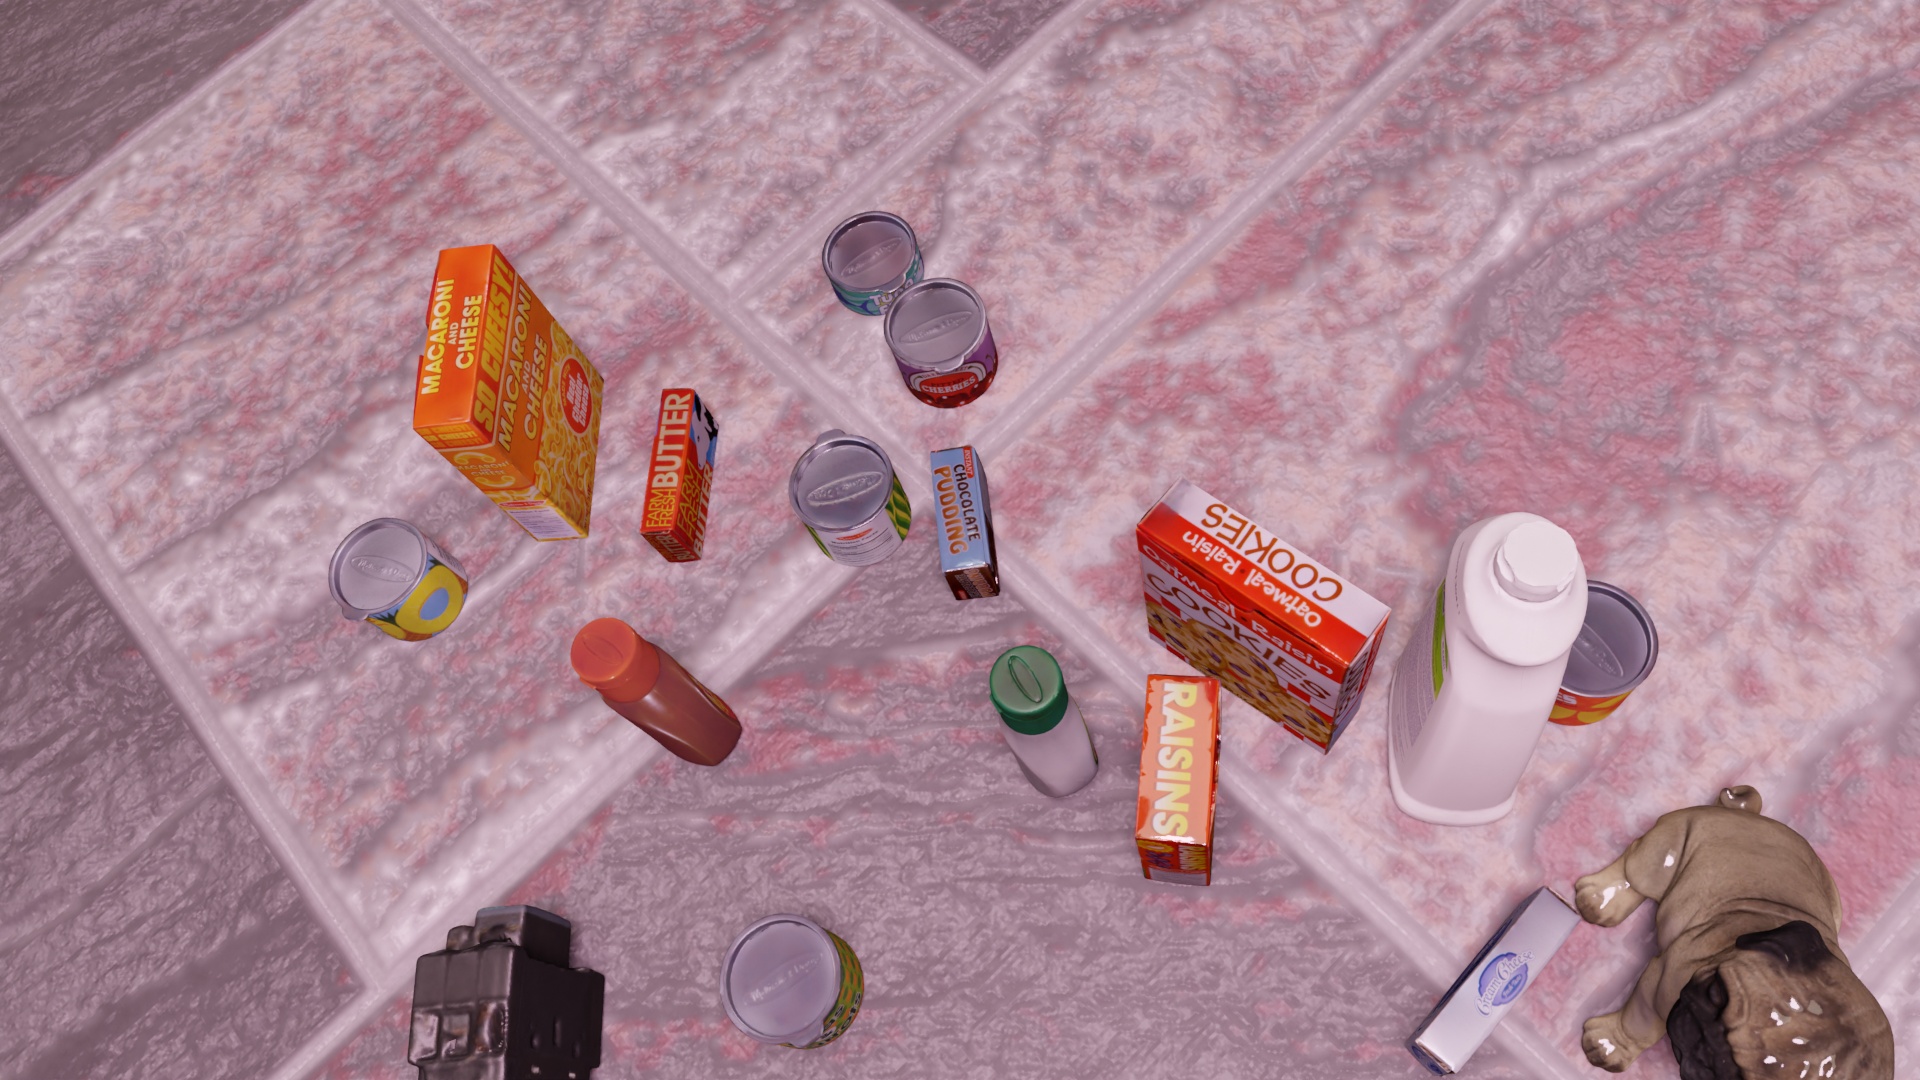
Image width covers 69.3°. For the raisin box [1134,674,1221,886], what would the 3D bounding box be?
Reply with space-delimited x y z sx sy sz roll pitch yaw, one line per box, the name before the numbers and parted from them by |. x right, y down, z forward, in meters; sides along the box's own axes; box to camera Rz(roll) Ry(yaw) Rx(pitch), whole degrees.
raisin box | 0.116 0.129 0.731 0.040 0.123 0.086 4 68 12

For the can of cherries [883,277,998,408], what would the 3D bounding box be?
can of cherries | -0.011 -0.125 0.902 0.071 0.058 0.072 -4 66 9

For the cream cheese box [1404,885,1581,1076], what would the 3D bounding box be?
cream cheese box | 0.268 0.224 0.701 0.024 0.053 0.104 40 79 23

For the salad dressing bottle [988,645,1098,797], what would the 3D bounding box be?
salad dressing bottle | 0.044 0.097 0.745 0.044 0.147 0.064 -31 65 -4

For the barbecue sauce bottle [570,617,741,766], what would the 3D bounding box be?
barbecue sauce bottle | -0.175 0.086 0.789 0.065 0.148 0.044 30 75 20

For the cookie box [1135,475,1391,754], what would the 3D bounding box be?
cookie box | 0.156 0.045 0.737 0.123 0.167 0.040 35 77 22

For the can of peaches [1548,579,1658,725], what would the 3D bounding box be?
can of peaches | 0.335 0.063 0.757 0.071 0.058 0.071 -4 66 9

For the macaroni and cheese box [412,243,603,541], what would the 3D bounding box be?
macaroni and cheese box | -0.280 -0.087 0.874 0.040 0.166 0.124 -5 66 8

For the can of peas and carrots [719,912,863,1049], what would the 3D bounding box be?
can of peas and carrots | -0.089 0.242 0.754 0.071 0.058 0.071 -4 66 9

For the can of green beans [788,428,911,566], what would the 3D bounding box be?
can of green beans | -0.068 -0.024 0.868 0.071 0.057 0.071 -4 66 9

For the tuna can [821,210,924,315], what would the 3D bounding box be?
tuna can | -0.058 -0.188 0.952 0.071 0.032 0.071 -4 66 9

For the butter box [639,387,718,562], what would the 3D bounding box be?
butter box | -0.181 -0.042 0.899 0.024 0.053 0.104 -1 66 10

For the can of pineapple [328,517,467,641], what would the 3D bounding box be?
can of pineapple | -0.364 0.028 0.898 0.071 0.057 0.071 -4 66 9

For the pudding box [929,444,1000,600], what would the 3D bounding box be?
pudding box | 0.003 -0.011 0.854 0.030 0.049 0.084 -10 65 6
